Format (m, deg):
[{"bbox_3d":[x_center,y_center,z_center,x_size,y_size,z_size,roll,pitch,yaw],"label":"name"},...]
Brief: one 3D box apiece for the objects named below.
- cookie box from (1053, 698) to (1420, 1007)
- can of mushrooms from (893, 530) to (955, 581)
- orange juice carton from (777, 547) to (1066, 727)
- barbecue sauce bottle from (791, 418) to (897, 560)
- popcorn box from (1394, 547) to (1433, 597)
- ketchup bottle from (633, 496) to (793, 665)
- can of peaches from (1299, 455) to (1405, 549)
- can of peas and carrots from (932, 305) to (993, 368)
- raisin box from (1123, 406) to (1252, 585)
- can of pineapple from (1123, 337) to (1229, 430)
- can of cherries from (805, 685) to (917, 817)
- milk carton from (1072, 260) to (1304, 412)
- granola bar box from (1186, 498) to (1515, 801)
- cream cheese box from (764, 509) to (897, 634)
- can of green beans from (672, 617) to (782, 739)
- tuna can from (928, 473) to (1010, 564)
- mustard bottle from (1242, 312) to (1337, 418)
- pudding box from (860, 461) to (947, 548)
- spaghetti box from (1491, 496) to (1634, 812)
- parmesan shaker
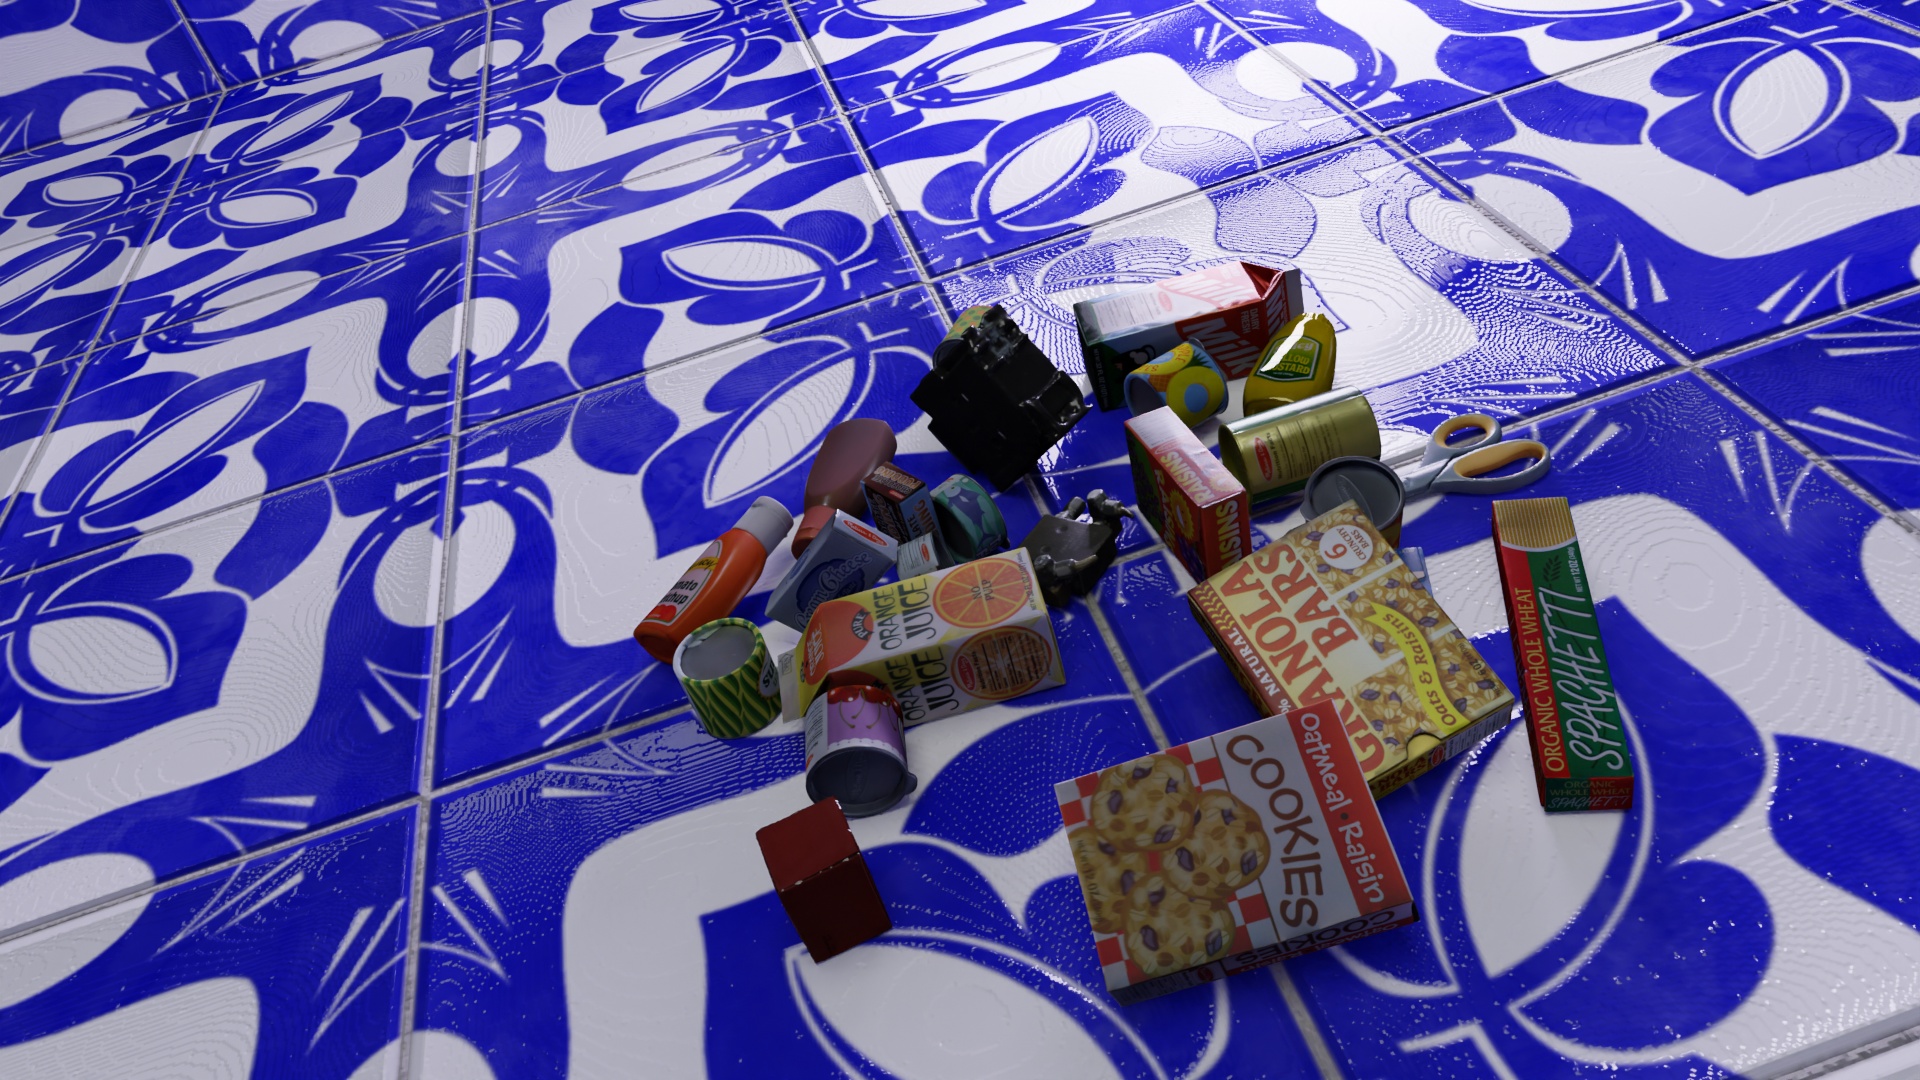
[{"bbox_3d":[0.149,0.172,0.769,0.167,0.040,0.123,-19,55,7],"label":"cookie box"},{"bbox_3d":[-0.020,0.031,1.013,0.033,0.070,0.071,-24,38,7],"label":"can of mushrooms"},{"bbox_3d":[-0.032,0.077,0.956,0.193,0.072,0.072,-15,39,1],"label":"orange juice carton"},{"bbox_3d":[-0.100,-0.040,1.141,0.065,0.043,0.149,-9,39,24],"label":"barbecue sauce bottle"},{"bbox_3d":[0.247,0.050,0.920,0.127,0.038,0.085,-6,39,12],"label":"popcorn box"},{"bbox_3d":[-0.185,0.029,1.072,0.064,0.043,0.149,-4,41,49],"label":"ketchup bottle"},{"bbox_3d":[0.270,-0.015,0.964,0.071,0.057,0.071,-6,56,10],"label":"can of peaches"},{"bbox_3d":[0.018,-0.168,1.236,0.071,0.070,0.059,6,43,25],"label":"can of peas and carrots"},{"bbox_3d":[0.165,-0.030,1.006,0.040,0.085,0.124,-21,39,-9],"label":"raisin box"},{"bbox_3d":[0.174,-0.121,1.126,0.058,0.070,0.071,-30,41,-16],"label":"can of pineapple"},{"bbox_3d":[-0.065,0.137,0.903,0.071,0.071,0.059,-14,38,3],"label":"can of cherries"},{"bbox_3d":[0.200,-0.179,1.185,0.190,0.072,0.074,-15,39,3],"label":"milk carton"},{"bbox_3d":[0.235,0.069,0.851,0.124,0.039,0.166,-29,57,-2],"label":"granola bar box"},{"bbox_3d":[-0.094,0.028,1.007,0.103,0.053,0.024,-49,21,33],"label":"cream cheese box"},{"bbox_3d":[-0.164,0.097,0.987,0.071,0.057,0.071,-9,39,8],"label":"can of green beans"},{"bbox_3d":[0.004,-0.013,1.060,0.033,0.070,0.071,-36,43,-22],"label":"tuna can"},{"bbox_3d":[0.276,-0.144,1.134,0.065,0.048,0.161,7,44,23],"label":"mustard bottle"},{"bbox_3d":[-0.042,-0.014,1.059,0.030,0.083,0.050,-37,43,-23],"label":"pudding box"},{"bbox_3d":[0.373,0.062,0.870,0.050,0.028,0.251,-4,40,16],"label":"spaghetti box"},{"bbox_3d":[0.254,-0.068,1.040,0.103,0.071,0.071,-17,39,-2],"label":"parmesan shaker"}]
